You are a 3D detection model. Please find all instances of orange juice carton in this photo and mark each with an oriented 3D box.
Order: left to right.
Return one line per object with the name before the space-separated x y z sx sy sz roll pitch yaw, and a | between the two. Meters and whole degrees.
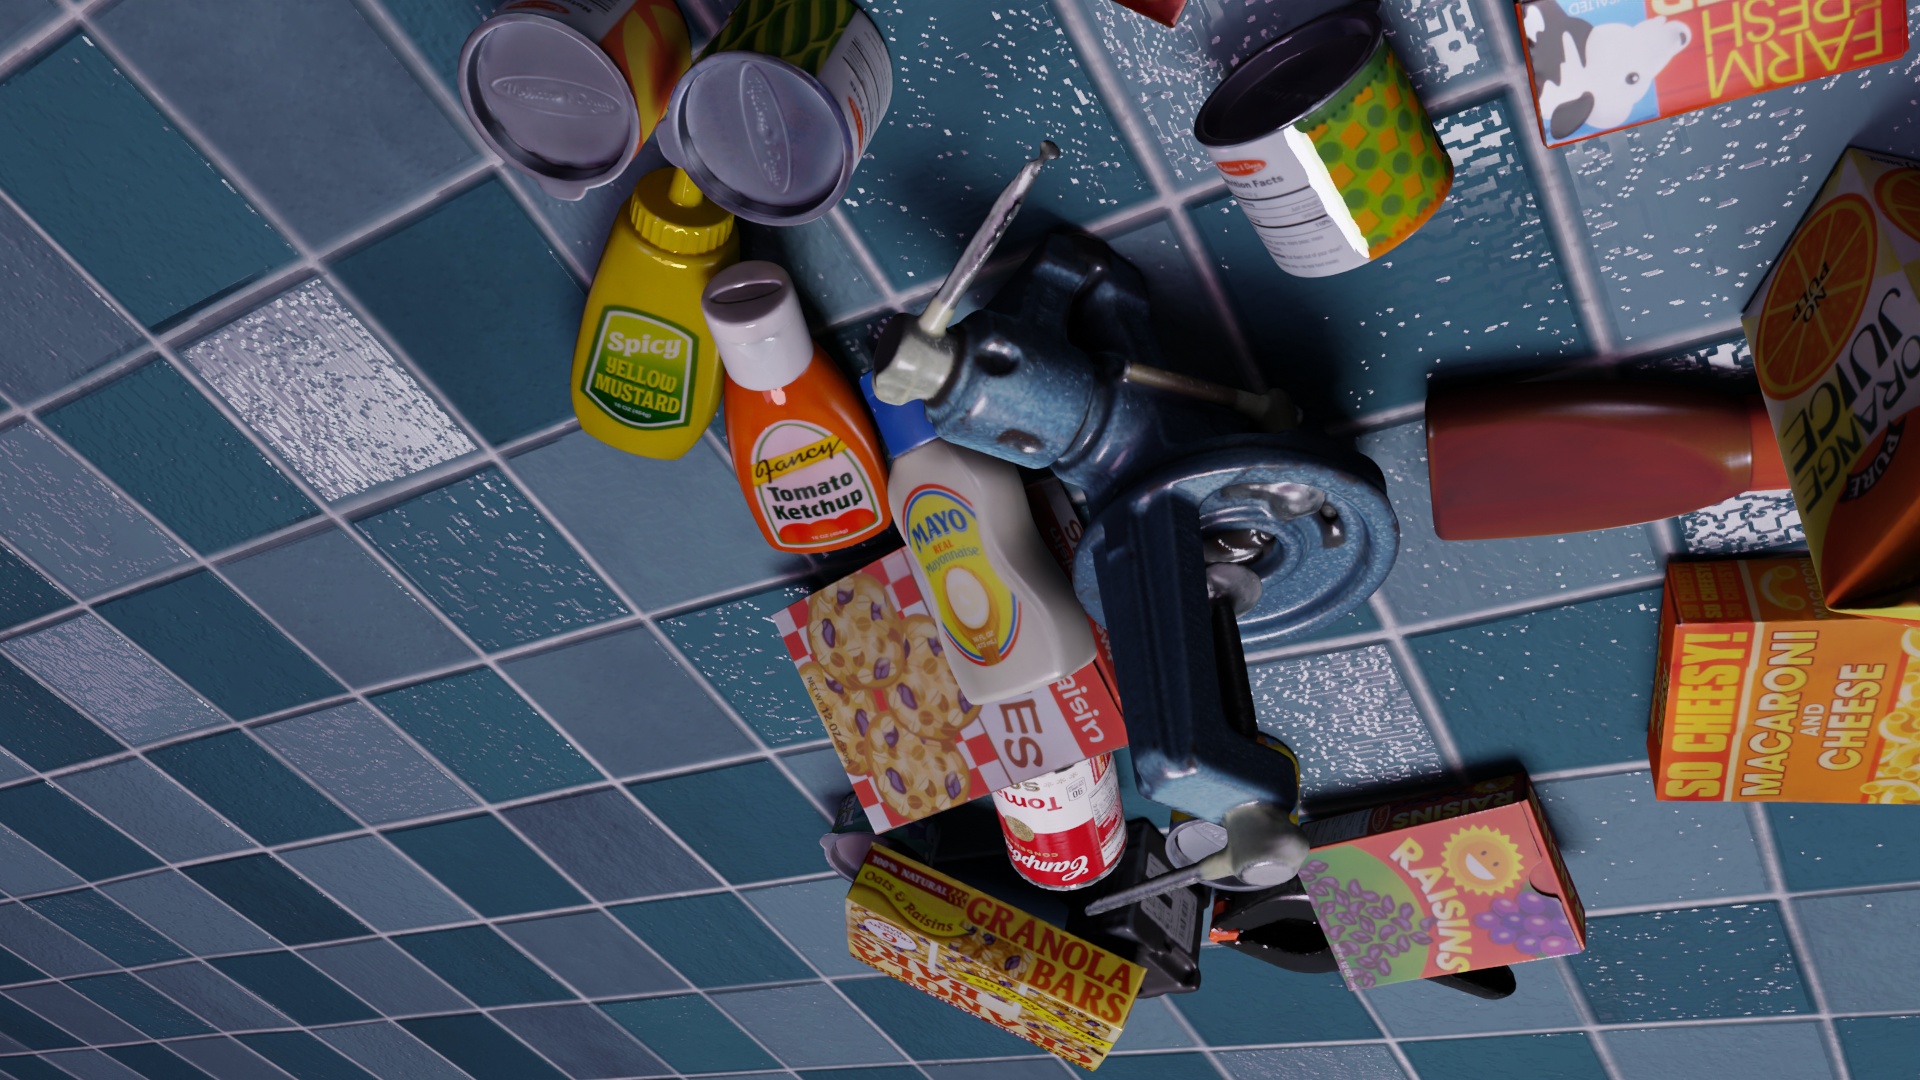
orange juice carton | 0.298 -0.032 0.409 0.072 0.194 0.072 14 135 5

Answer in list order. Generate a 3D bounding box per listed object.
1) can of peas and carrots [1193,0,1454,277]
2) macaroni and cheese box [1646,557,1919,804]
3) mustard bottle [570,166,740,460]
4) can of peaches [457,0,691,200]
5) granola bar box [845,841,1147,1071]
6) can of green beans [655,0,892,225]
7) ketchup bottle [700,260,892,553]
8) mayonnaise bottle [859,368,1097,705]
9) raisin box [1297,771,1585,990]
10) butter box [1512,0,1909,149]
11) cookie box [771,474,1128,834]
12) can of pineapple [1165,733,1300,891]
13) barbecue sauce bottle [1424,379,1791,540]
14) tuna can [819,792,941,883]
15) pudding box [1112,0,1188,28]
can of peas and carrots | 0.122 -0.131 0.458 0.071 0.071 0.058 -21 125 32
macaroni and cheese box | 0.386 0.061 0.586 0.166 0.040 0.123 -2 133 18
mustard bottle | -0.122 -0.102 0.571 0.065 0.049 0.159 17 137 -7
can of peaches | -0.138 -0.169 0.504 0.071 0.058 0.070 8 136 8
granola bar box | 0.015 0.243 0.798 0.166 0.039 0.123 22 151 11
can of green beans | -0.062 -0.156 0.494 0.071 0.058 0.071 9 136 9
ketchup bottle | -0.071 -0.053 0.587 0.065 0.044 0.148 -12 144 1
mayonnaise bottle | 0.002 -0.007 0.584 0.064 0.041 0.148 -23 90 41
raisin box | 0.245 0.177 0.717 0.123 0.040 0.086 -21 97 27
butter box | 0.227 -0.161 0.425 0.103 0.024 0.053 -10 129 25
cookie box | 0.000 0.058 0.657 0.167 0.040 0.123 -27 88 36
can of pineapple | 0.145 0.140 0.725 0.071 0.058 0.070 8 136 8
barbecue sauce bottle | 0.256 -0.033 0.529 0.148 0.044 0.064 -4 133 20
tuna can | -0.049 0.182 0.844 0.071 0.033 0.070 9 136 9
pudding box | 0.052 -0.180 0.349 0.050 0.030 0.083 25 135 -4
